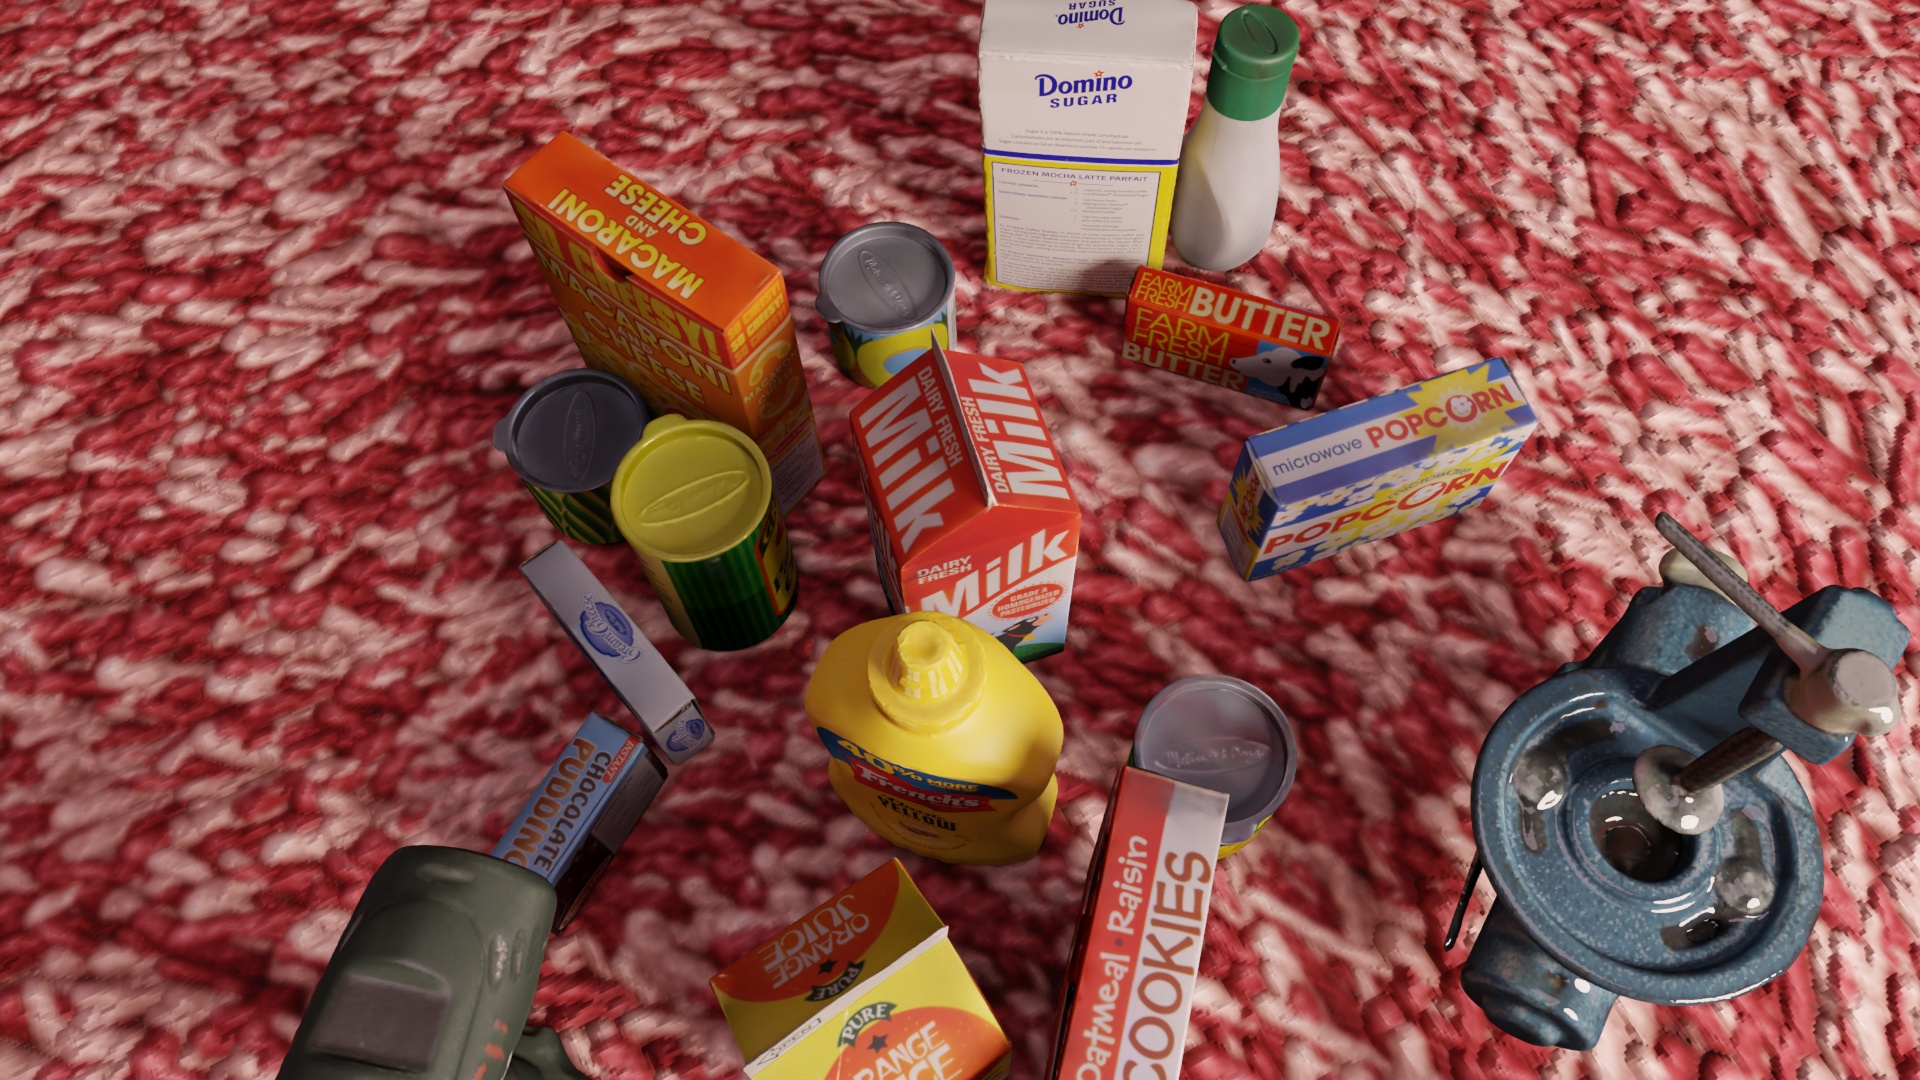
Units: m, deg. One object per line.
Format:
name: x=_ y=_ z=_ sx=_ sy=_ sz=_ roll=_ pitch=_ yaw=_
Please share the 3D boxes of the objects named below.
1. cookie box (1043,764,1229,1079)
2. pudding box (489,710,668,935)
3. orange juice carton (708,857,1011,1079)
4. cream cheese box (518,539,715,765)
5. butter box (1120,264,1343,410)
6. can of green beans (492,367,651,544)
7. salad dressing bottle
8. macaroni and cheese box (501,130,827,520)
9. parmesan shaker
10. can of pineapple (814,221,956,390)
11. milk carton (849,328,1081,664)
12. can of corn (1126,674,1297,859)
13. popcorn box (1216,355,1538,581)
cookie box: x=0.055 y=0.165 z=0.496 sx=0.040 sy=0.166 sz=0.123 roll=12 pitch=65 yaw=7
pudding box: x=-0.163 y=0.120 z=0.588 sx=0.030 sy=0.049 sz=0.084 roll=26 pitch=68 yaw=13
orange juice carton: x=-0.030 y=0.170 z=0.481 sx=0.072 sy=0.192 sz=0.073 roll=-31 pitch=68 yaw=-13
cream cheese box: x=-0.152 y=0.050 z=0.619 sx=0.024 sy=0.053 sz=0.104 roll=-39 pitch=69 yaw=-16
butter box: x=0.131 y=-0.100 z=0.687 sx=0.103 sy=0.053 sz=0.024 roll=18 pitch=66 yaw=10
can of green beans: x=-0.175 y=-0.039 z=0.661 sx=0.071 sy=0.057 sz=0.071 roll=0 pitch=64 yaw=1
salad dressing bottle: x=0.134 y=-0.193 z=0.680 sx=0.044 sy=0.147 sz=0.064 roll=-20 pitch=66 yaw=-8
macaroni and cheese box: x=-0.126 y=-0.088 z=0.624 sx=0.124 sy=0.165 sz=0.040 roll=34 pitch=70 yaw=16
parmesan shaker: x=-0.110 y=-0.002 z=0.616 sx=0.071 sy=0.102 sz=0.071 roll=-1 pitch=64 yaw=1
can of pineapple: x=-0.037 y=-0.115 z=0.695 sx=0.071 sy=0.057 sz=0.071 roll=0 pitch=64 yaw=1
milk carton: x=0.002 y=-0.007 z=0.568 sx=0.073 sy=0.189 sz=0.072 roll=-17 pitch=65 yaw=-6
can of corn: x=0.104 y=0.100 z=0.587 sx=0.071 sy=0.058 sz=0.071 roll=0 pitch=64 yaw=1
popcorn box: x=0.186 y=-0.031 z=0.634 sx=0.127 sy=0.085 sz=0.038 roll=-18 pitch=65 yaw=-7
